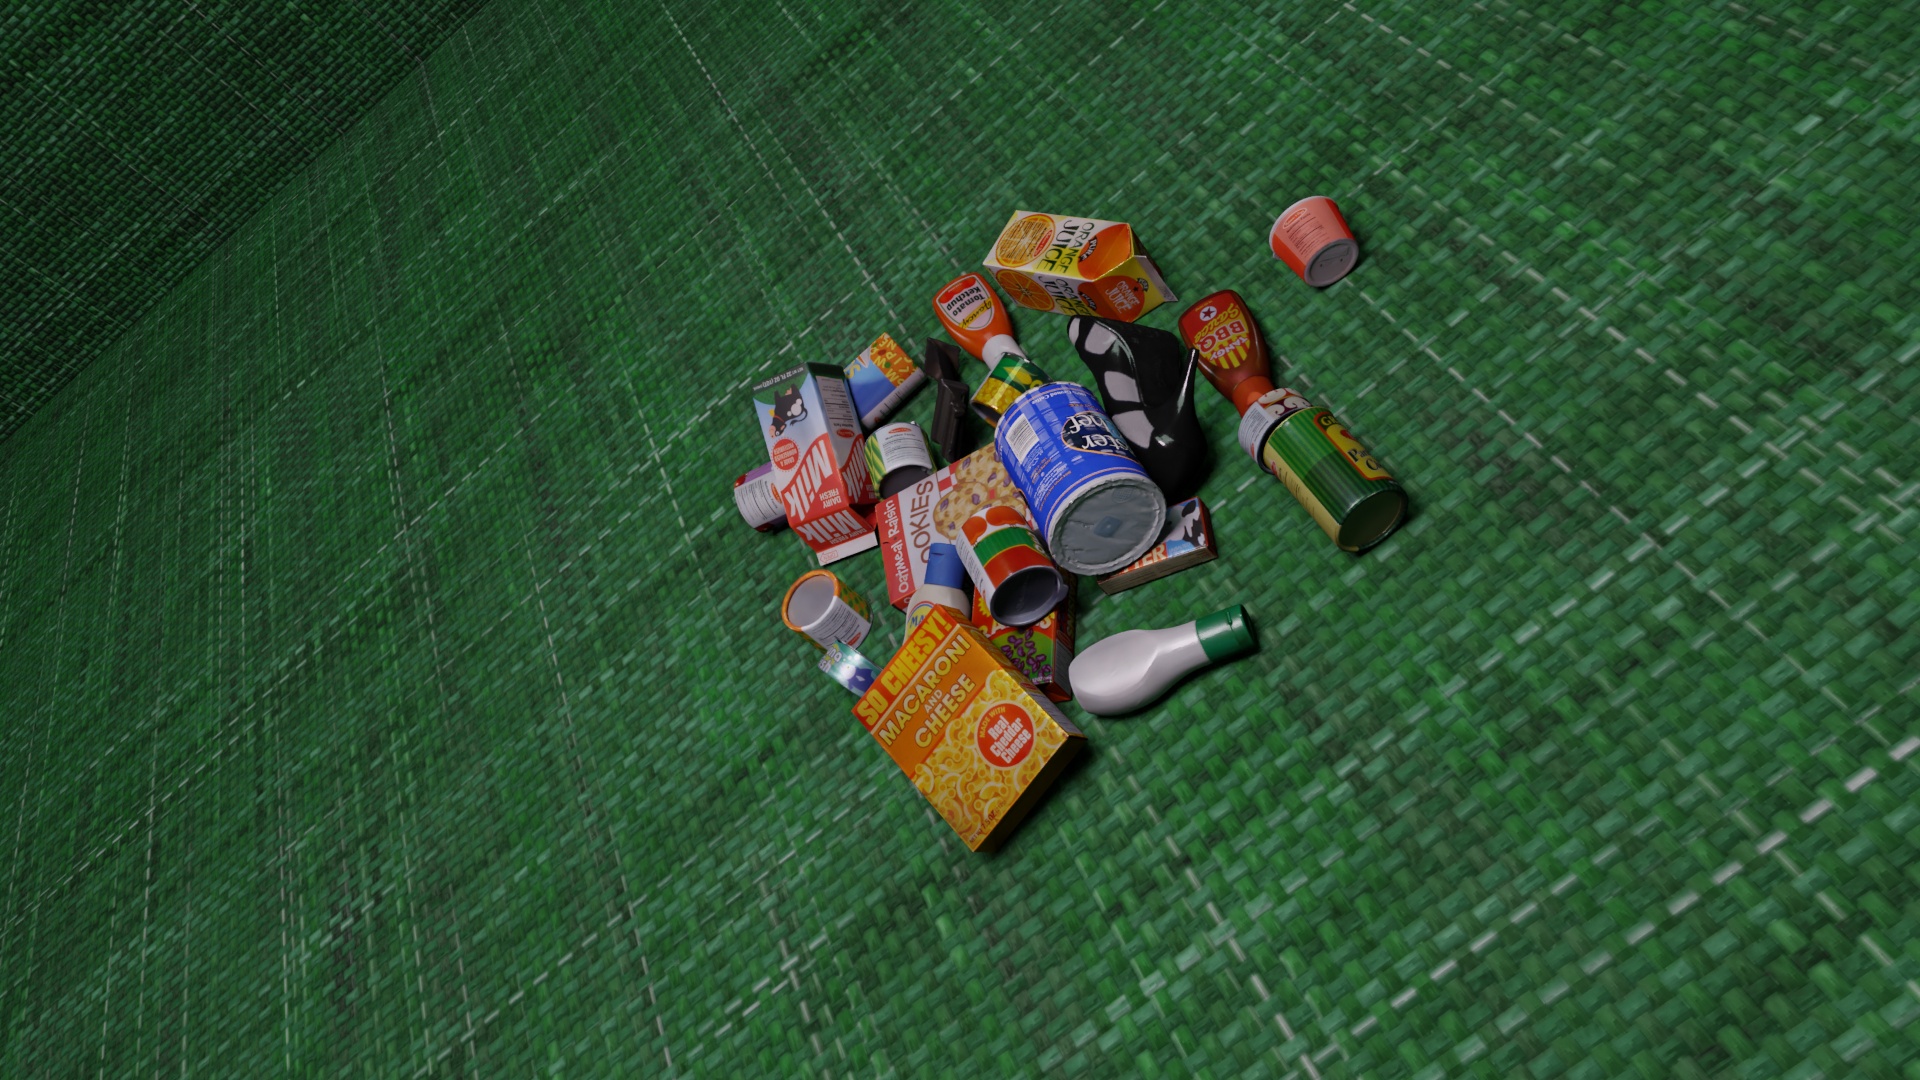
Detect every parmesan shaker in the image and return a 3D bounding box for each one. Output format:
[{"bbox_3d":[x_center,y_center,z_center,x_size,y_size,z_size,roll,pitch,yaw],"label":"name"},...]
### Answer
[{"bbox_3d":[0.294,-0.047,1.086,0.071,0.071,0.103,-38,49,8],"label":"parmesan shaker"}]

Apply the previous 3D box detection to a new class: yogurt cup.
[{"bbox_3d":[0.315,-0.261,1.225,0.072,0.072,0.054,-33,54,13],"label":"yogurt cup"}]

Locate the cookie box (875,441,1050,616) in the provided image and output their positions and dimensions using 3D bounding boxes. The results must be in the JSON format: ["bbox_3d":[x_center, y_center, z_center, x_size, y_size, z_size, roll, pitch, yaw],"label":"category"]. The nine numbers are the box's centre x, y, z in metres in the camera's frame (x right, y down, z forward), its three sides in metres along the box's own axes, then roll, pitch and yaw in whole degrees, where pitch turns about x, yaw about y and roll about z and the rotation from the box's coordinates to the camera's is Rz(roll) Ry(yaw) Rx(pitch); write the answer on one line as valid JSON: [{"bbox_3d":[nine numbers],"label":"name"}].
[{"bbox_3d":[0.005,-0.016,1.291,0.167,0.040,0.123,-27,48,18],"label":"cookie box"}]

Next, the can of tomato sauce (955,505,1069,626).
[{"bbox_3d":[0.042,0.020,1.165,0.071,0.071,0.083,-38,45,8],"label":"can of tomato sauce"}]

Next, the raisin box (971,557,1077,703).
[{"bbox_3d":[0.052,0.081,1.189,0.086,0.040,0.124,-15,52,29],"label":"raisin box"}]

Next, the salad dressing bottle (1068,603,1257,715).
[{"bbox_3d":[0.160,0.093,1.100,0.147,0.044,0.064,-23,47,20],"label":"salad dressing bottle"}]

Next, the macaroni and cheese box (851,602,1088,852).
[{"bbox_3d":[0.004,0.151,1.132,0.167,0.040,0.123,44,101,31],"label":"macaroni and cheese box"}]

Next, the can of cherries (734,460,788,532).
[{"bbox_3d":[-0.191,-0.048,1.442,0.058,0.071,0.072,-25,48,21],"label":"can of cherries"}]

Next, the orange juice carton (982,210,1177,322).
[{"bbox_3d":[0.122,-0.267,1.362,0.193,0.071,0.073,19,73,43],"label":"orange juice carton"}]

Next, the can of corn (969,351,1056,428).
[{"bbox_3d":[0.053,-0.136,1.325,0.071,0.071,0.058,26,78,44],"label":"can of corn"}]

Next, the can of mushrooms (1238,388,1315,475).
[{"bbox_3d":[0.265,-0.090,1.139,0.071,0.071,0.033,-40,44,6],"label":"can of mushrooms"}]

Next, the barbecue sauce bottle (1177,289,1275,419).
[{"bbox_3d":[0.242,-0.154,1.215,0.065,0.043,0.149,-29,47,14],"label":"barbecue sauce bottle"}]

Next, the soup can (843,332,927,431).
[{"bbox_3d":[-0.088,-0.168,1.446,0.084,0.071,0.071,-43,45,3],"label":"soup can"}]

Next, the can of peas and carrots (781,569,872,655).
[{"bbox_3d":[-0.128,0.068,1.315,0.071,0.058,0.071,-19,50,24],"label":"can of peas and carrots"}]

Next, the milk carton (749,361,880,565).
[{"bbox_3d":[-0.138,-0.076,1.383,0.072,0.073,0.190,-20,83,25],"label":"milk carton"}]

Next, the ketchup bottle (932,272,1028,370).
[{"bbox_3d":[0.025,-0.214,1.415,0.065,0.043,0.149,-32,46,2],"label":"ketchup bottle"}]

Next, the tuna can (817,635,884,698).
[{"bbox_3d":[-0.095,0.117,1.248,0.071,0.071,0.033,29,80,44],"label":"tuna can"}]

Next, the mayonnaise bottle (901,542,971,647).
[{"bbox_3d":[-0.022,0.077,1.216,0.065,0.041,0.148,3,80,39],"label":"mayonnaise bottle"}]

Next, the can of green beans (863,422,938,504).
[{"bbox_3d":[-0.057,-0.072,1.358,0.071,0.071,0.058,-31,47,15],"label":"can of green beans"}]

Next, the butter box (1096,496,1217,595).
[{"bbox_3d":[0.162,0.005,1.173,0.103,0.024,0.053,-21,49,23],"label":"butter box"}]
